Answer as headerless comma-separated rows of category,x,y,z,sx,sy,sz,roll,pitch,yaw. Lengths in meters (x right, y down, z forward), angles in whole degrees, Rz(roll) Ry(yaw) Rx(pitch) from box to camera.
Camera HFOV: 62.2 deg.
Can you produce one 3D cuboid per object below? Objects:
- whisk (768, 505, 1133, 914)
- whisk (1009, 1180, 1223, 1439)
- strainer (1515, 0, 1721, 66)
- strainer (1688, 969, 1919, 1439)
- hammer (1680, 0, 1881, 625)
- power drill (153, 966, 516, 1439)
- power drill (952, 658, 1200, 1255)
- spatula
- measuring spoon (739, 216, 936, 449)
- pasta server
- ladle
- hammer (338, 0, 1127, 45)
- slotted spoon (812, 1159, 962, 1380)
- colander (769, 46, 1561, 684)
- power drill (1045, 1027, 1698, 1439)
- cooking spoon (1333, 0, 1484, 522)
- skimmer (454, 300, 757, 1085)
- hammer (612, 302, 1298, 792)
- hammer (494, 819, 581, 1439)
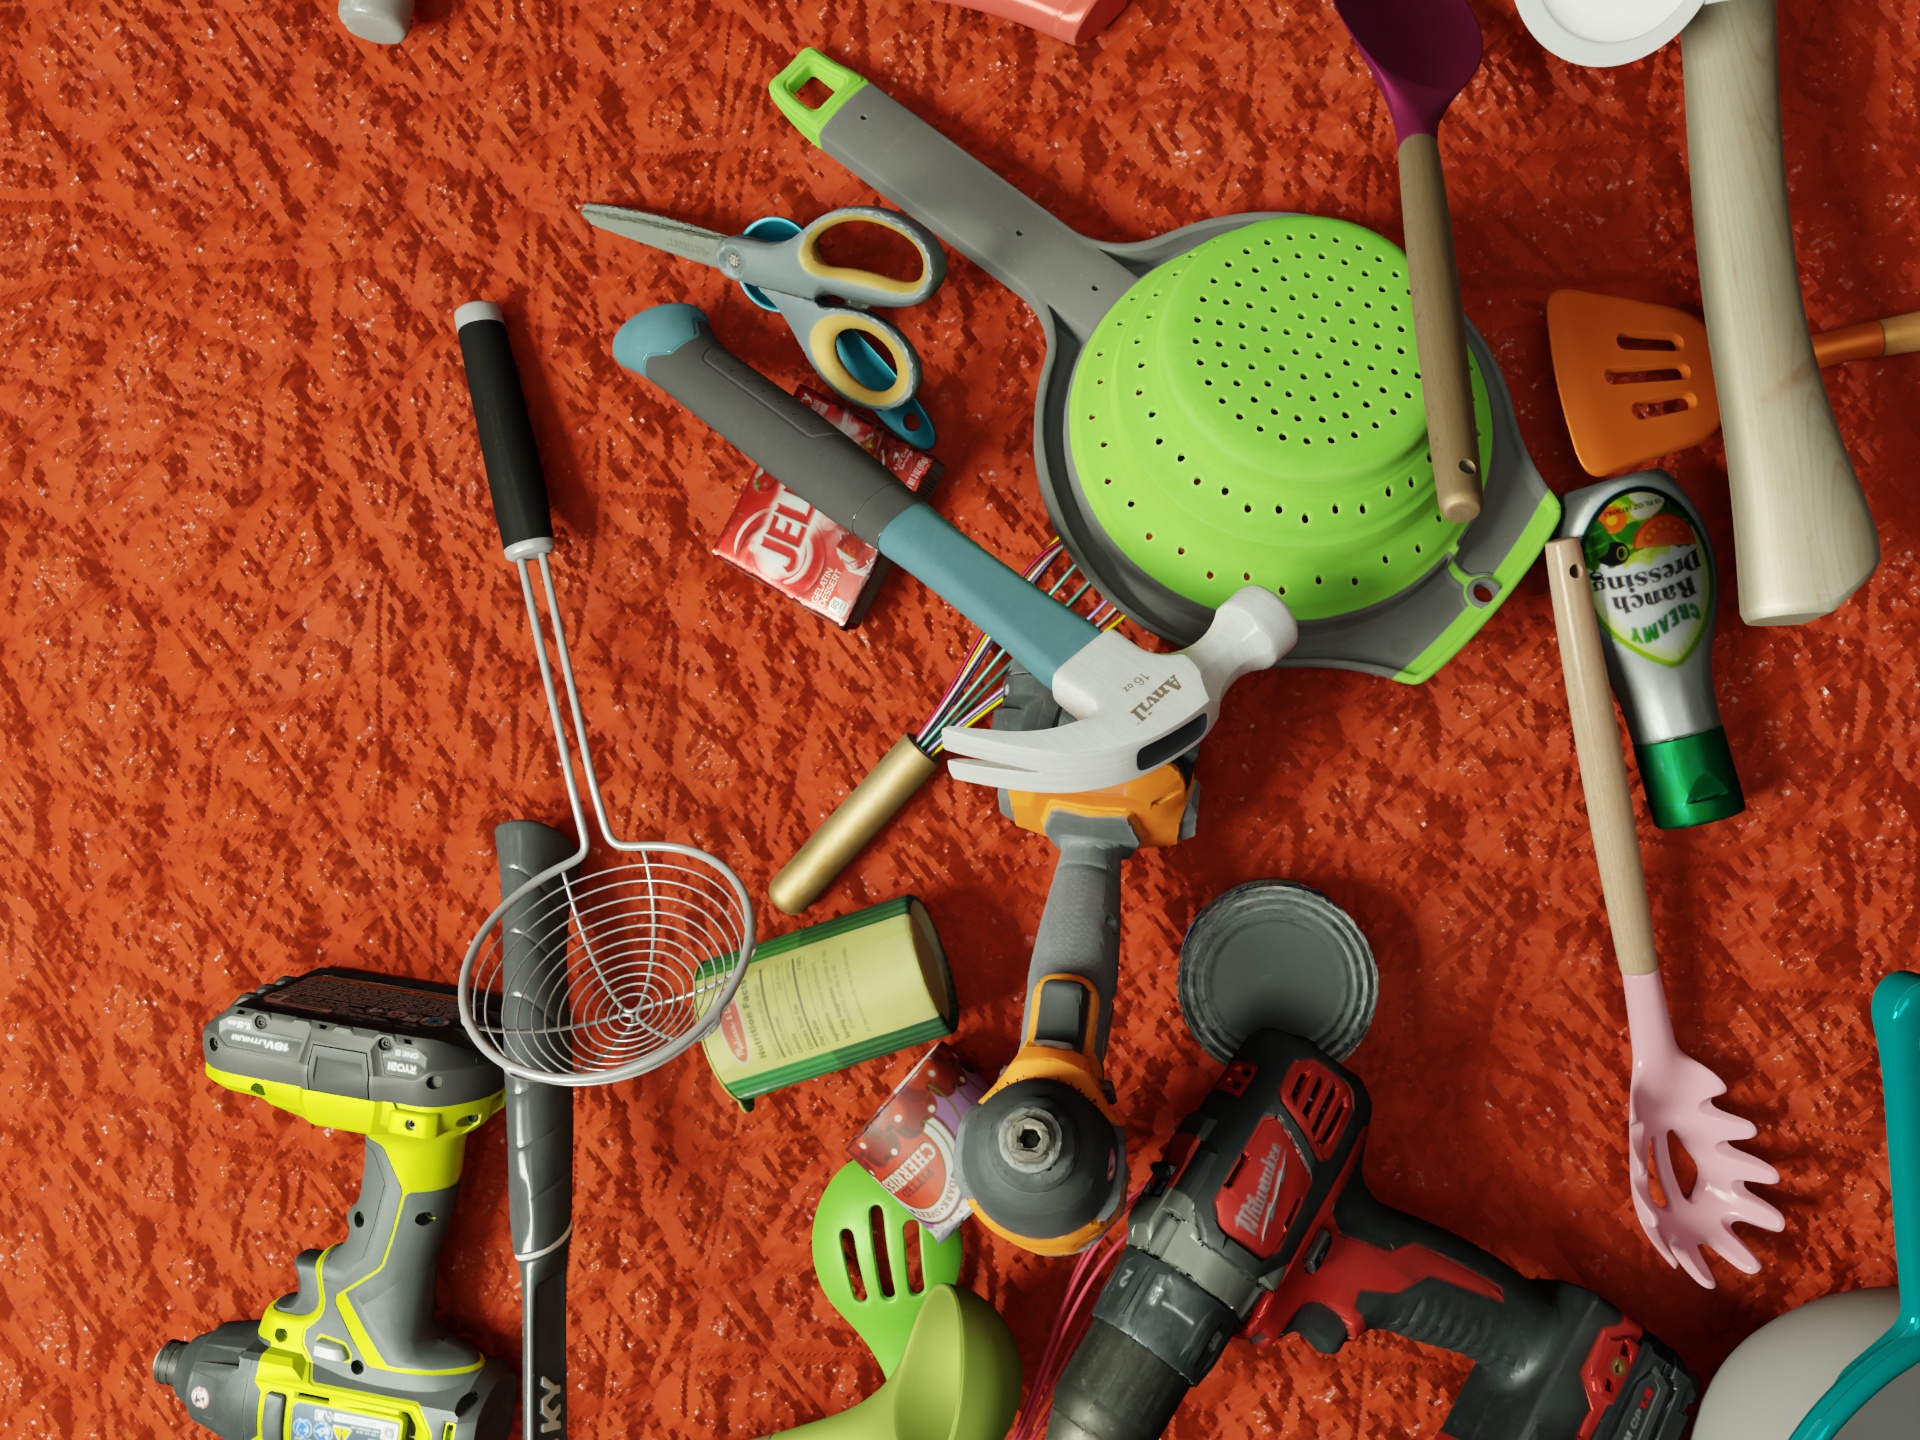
whisk,0.000,-0.001,0.714,0.047,0.051,0.245,43,100,-1
whisk,0.034,0.319,0.700,0.073,0.073,0.296,37,94,5
strainer,0.203,-0.324,0.640,0.259,0.050,0.086,29,127,30
strainer,0.350,0.247,0.621,0.211,0.095,0.340,-13,102,-14
hammer,0.301,-0.242,0.639,0.146,0.038,0.411,-4,83,10
power drill,-0.293,0.238,0.748,0.171,0.080,0.223,7,96,8
power drill,0.044,0.089,0.622,0.084,0.164,0.227,6,71,9
spatula,0.404,-0.163,0.650,0.322,0.041,0.081,-10,83,7
measuring spoon,-0.052,-0.177,0.731,0.042,0.021,0.128,-38,96,30
pasta server,0.282,0.079,0.660,0.060,0.040,0.316,-15,97,-10
ladle,-0.111,0.331,0.715,0.320,0.078,0.062,-26,129,19
hammer,-0.101,-0.363,0.717,0.359,0.036,0.149,10,87,7
slotted spoon,-0.012,0.357,0.735,0.070,0.031,0.314,-11,92,5
colander,0.070,-0.182,0.652,0.397,0.094,0.204,39,80,11
power drill,0.158,0.259,0.635,0.226,0.080,0.188,38,72,-5
cooking spoon,0.176,-0.201,0.607,0.068,0.017,0.319,11,56,-9
skimmer,-0.181,-0.025,0.693,0.127,0.090,0.363,-14,81,-3
hammer,-0.031,-0.086,0.649,0.128,0.033,0.331,-40,60,-18
hammer,-0.184,0.244,0.684,0.036,0.149,0.409,-15,71,28
